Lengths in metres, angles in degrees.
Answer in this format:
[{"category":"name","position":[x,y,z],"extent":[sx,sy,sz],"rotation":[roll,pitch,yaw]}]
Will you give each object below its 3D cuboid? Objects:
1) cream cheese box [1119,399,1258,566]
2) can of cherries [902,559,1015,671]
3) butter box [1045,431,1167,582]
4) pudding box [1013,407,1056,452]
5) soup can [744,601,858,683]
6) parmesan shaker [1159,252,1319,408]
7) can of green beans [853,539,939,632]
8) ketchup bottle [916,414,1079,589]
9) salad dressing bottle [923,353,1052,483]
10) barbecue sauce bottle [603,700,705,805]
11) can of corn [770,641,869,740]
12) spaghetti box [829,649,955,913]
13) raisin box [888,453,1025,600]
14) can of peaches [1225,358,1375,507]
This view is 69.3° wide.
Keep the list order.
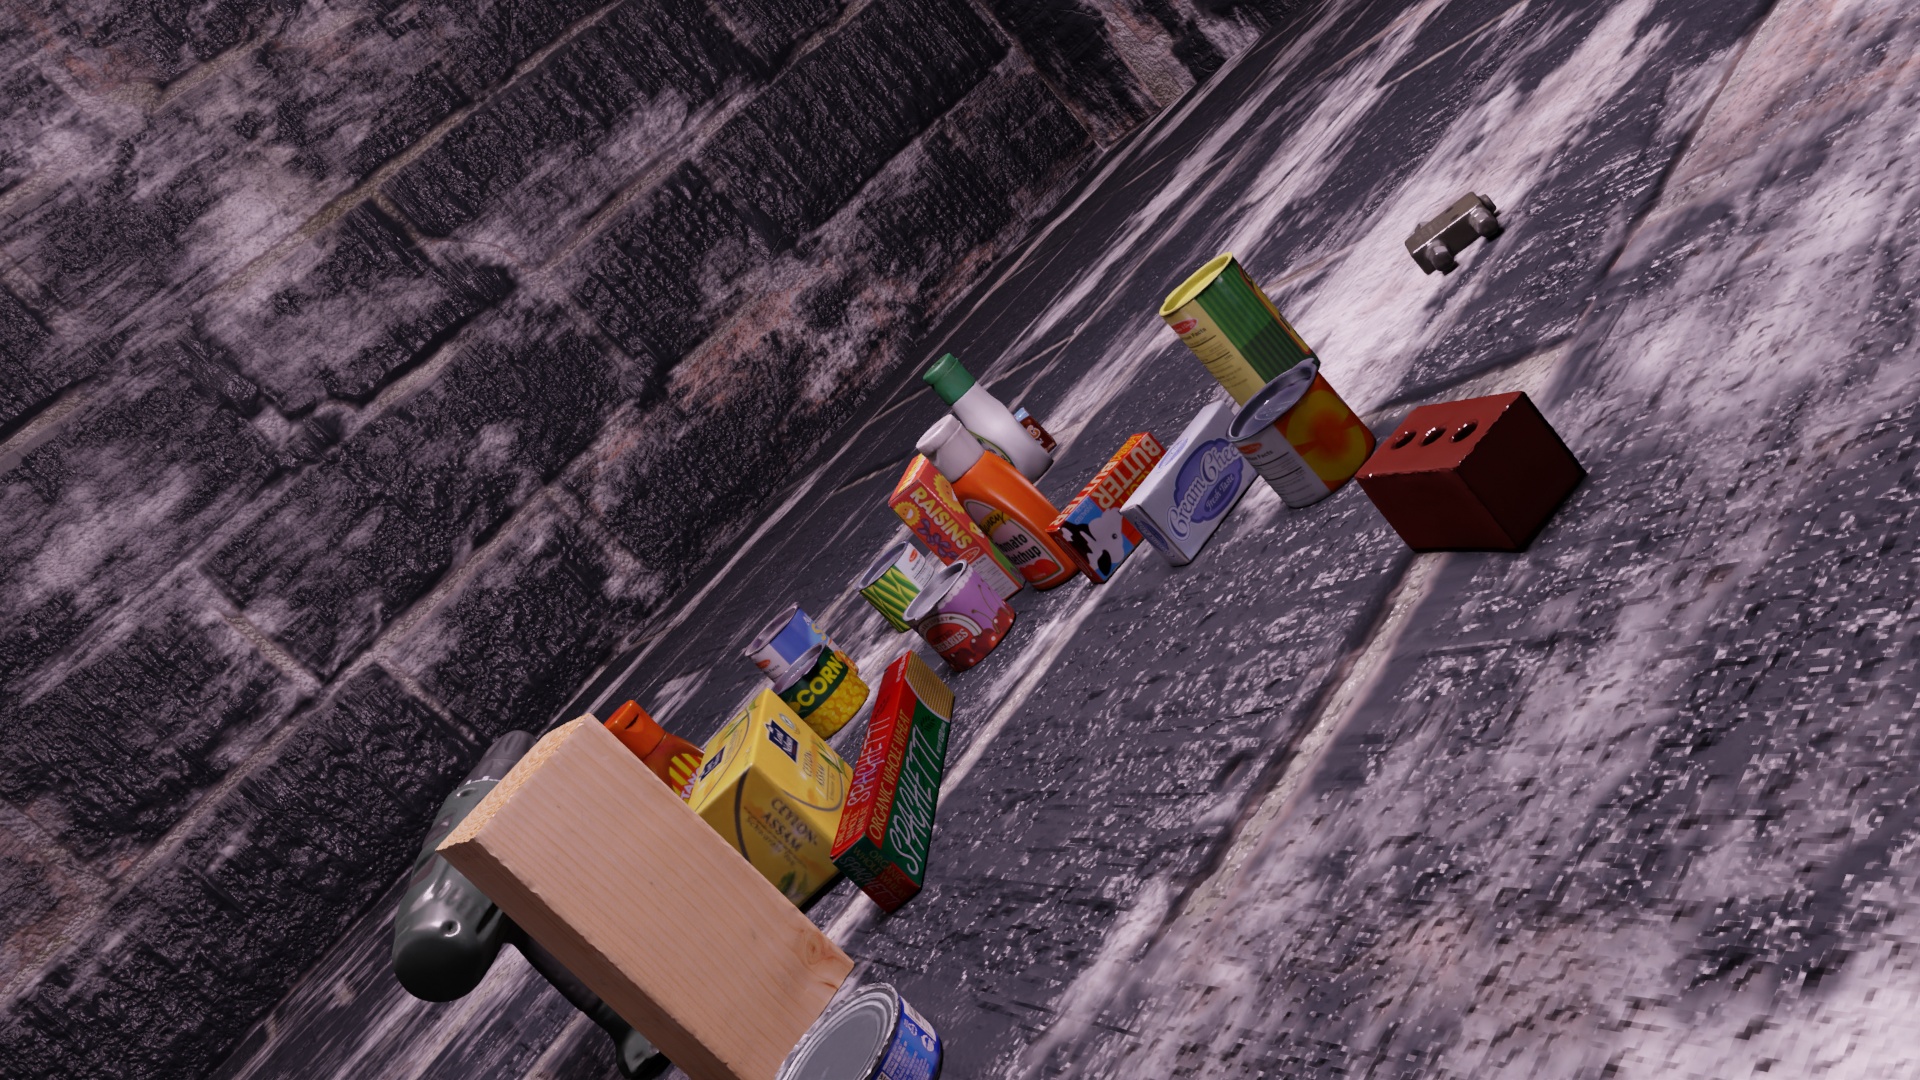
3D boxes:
[{"category":"cream cheese box","position":[0.153,-0.037,0.900],"extent":[0.104,0.053,0.024],"rotation":[-49,13,-23]},{"category":"can of cherries","position":[-0.002,0.059,1.057],"extent":[0.071,0.058,0.072],"rotation":[-41,12,11]},{"category":"butter box","position":[0.113,-0.024,0.986],"extent":[0.104,0.053,0.024],"rotation":[-47,12,-17]},{"category":"pudding box","position":[0.051,-0.090,1.414],"extent":[0.083,0.049,0.030],"rotation":[-42,12,6]},{"category":"soup can","position":[-0.144,0.109,1.279],"extent":[0.071,0.083,0.071],"rotation":[-41,12,11]},{"category":"parmesan shaker","position":[0.201,-0.147,1.003],"extent":[0.071,0.103,0.071],"rotation":[-41,12,11]},{"category":"can of green beans","position":[-0.053,0.042,1.278],"extent":[0.071,0.058,0.071],"rotation":[-41,12,11]},{"category":"ketchup bottle","position":[0.030,-0.030,1.041],"extent":[0.044,0.148,0.064],"rotation":[-51,14,-31]},{"category":"salad dressing bottle","position":[0.026,-0.117,1.352],"extent":[0.044,0.147,0.064],"rotation":[-45,12,-6]},{"category":"barbecue sauce bottle","position":[-0.219,0.189,1.095],"extent":[0.043,0.148,0.065],"rotation":[-28,19,52]},{"category":"can of corn","position":[-0.120,0.130,1.193],"extent":[0.071,0.058,0.071],"rotation":[-41,12,11]},{"category":"spaghetti box","position":[-0.039,0.147,0.899],"extent":[0.028,0.050,0.251],"rotation":[-40,13,17]},{"category":"raisin box","position":[0.004,-0.014,1.132],"extent":[0.040,0.123,0.086],"rotation":[-37,13,28]},{"category":"can of peaches","position":[0.202,-0.063,0.821],"extent":[0.071,0.058,0.071],"rotation":[-41,12,11]}]
